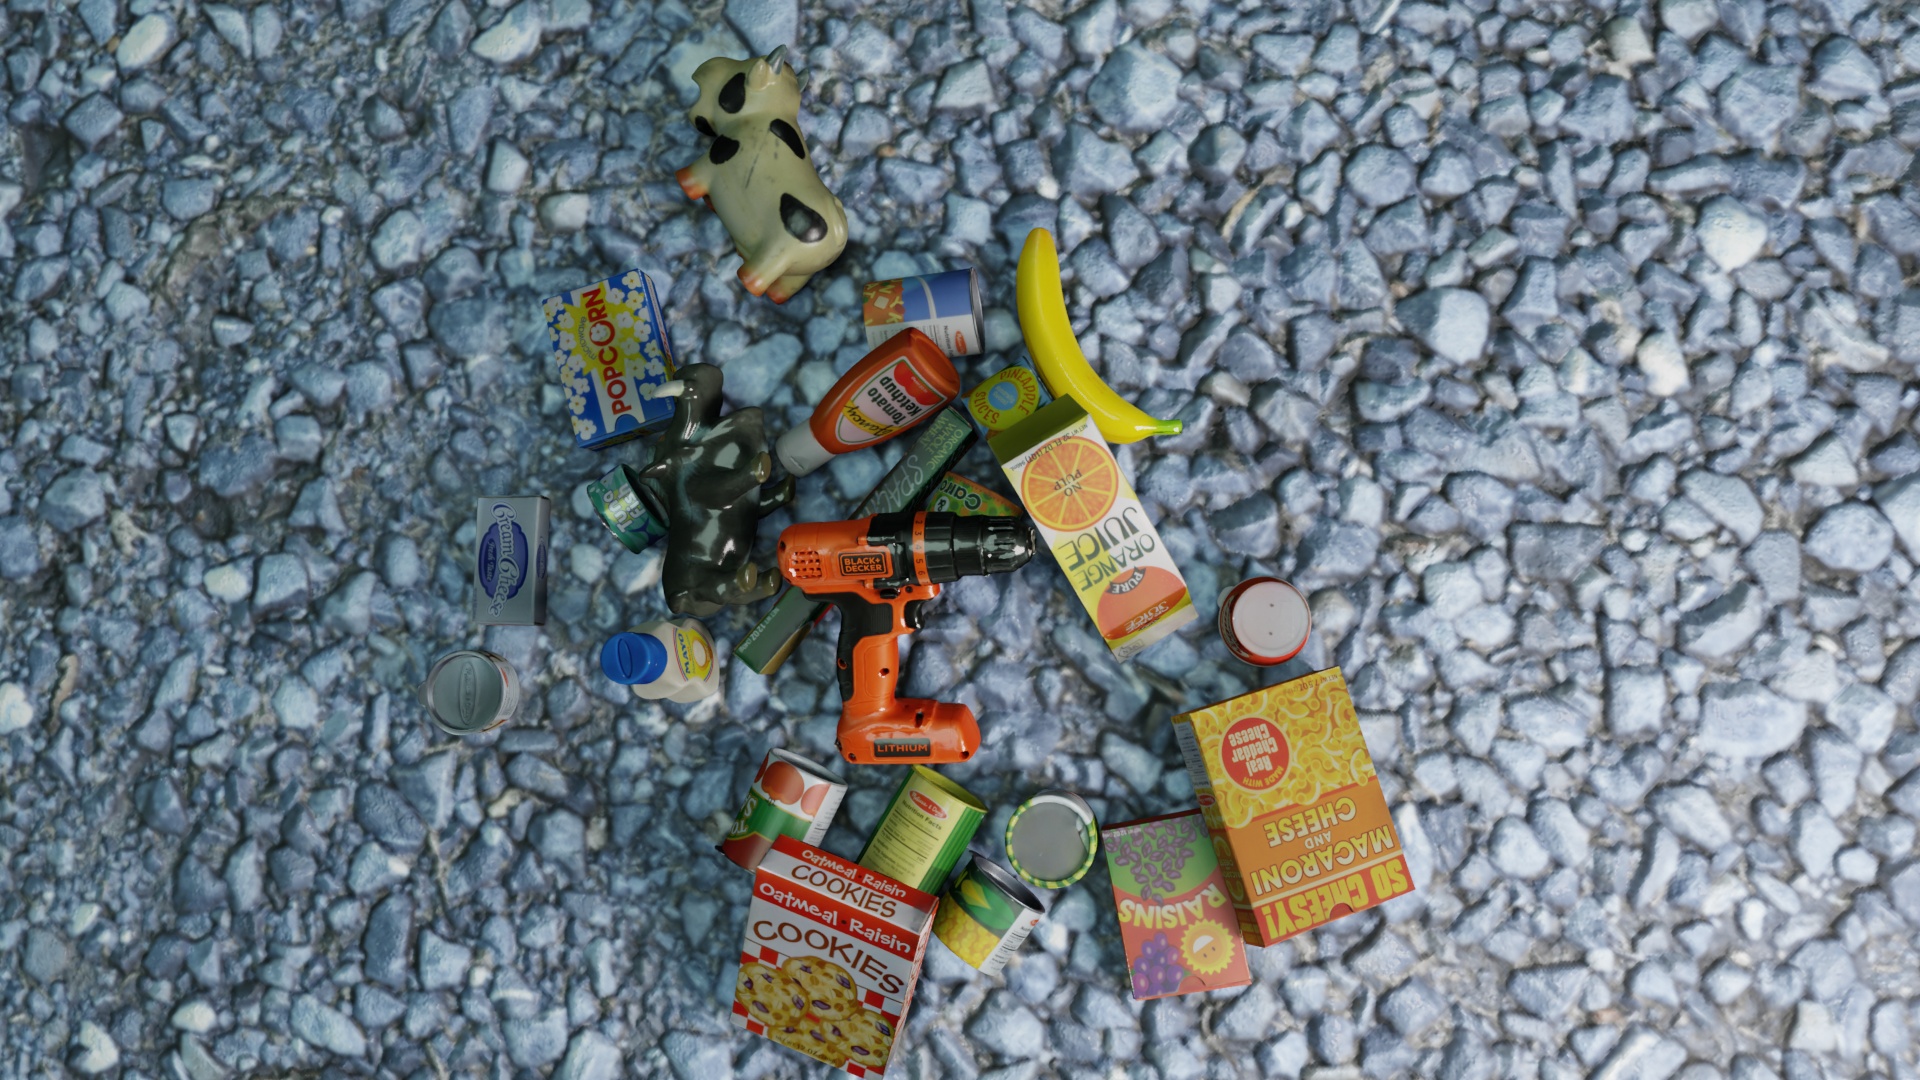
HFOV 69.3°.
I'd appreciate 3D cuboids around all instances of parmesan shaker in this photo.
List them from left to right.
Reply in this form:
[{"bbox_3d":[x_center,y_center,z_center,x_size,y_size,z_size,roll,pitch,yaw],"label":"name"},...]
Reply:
[{"bbox_3d":[-0.036,0.224,1.021,0.071,0.071,0.103,31,89,10],"label":"parmesan shaker"}]

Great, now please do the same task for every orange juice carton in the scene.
[{"bbox_3d":[0.100,-0.003,1.005,0.072,0.073,0.192,-31,108,3],"label":"orange juice carton"}]

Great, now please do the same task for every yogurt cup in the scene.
[{"bbox_3d":[0.223,0.058,1.010,0.072,0.054,0.072,-1,84,7],"label":"yogurt cup"}]

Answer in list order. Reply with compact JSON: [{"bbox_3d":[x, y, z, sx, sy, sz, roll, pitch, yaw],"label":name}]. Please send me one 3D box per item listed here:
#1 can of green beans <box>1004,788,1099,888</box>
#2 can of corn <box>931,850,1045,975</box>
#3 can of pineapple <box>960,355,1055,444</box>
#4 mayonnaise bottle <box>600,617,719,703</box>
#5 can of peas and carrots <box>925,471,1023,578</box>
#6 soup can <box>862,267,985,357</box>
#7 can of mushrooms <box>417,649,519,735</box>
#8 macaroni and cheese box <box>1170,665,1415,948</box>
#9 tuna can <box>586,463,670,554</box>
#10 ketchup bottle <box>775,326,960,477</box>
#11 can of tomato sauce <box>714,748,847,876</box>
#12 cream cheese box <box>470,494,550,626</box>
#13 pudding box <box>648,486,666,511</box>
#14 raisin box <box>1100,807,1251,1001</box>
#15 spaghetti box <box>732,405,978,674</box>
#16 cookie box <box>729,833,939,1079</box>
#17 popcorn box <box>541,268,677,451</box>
[{"bbox_3d":[0.067,0.216,1.011,0.071,0.058,0.071,-1,84,8],"label":"can of green beans"},{"bbox_3d":[0.016,0.270,1.009,0.071,0.071,0.058,37,90,10],"label":"can of corn"},{"bbox_3d":[0.040,-0.097,1.043,0.058,0.071,0.071,-32,81,4],"label":"can of pineapple"},{"bbox_3d":[-0.219,0.087,1.017,0.041,0.148,0.065,-14,83,6],"label":"mayonnaise bottle"},{"bbox_3d":[0.004,-0.013,1.039,0.071,0.071,0.059,28,88,9],"label":"can of peas and carrots"},{"bbox_3d":[-0.027,-0.173,1.064,0.084,0.071,0.071,-6,83,7],"label":"soup can"},{"bbox_3d":[-0.386,0.119,1.094,0.071,0.033,0.071,-1,84,7],"label":"can of mushrooms"},{"bbox_3d":[0.235,0.186,0.982,0.124,0.040,0.166,-15,82,-15],"label":"macaroni and cheese box"},{"bbox_3d":[-0.256,-0.025,1.074,0.033,0.071,0.071,-35,81,2],"label":"tuna can"},{"bbox_3d":[-0.075,-0.099,1.051,0.148,0.044,0.064,-31,123,25],"label":"ketchup bottle"},{"bbox_3d":[-0.132,0.205,1.034,0.071,0.071,0.083,25,87,9],"label":"can of tomato sauce"},{"bbox_3d":[-0.358,0.016,1.106,0.053,0.024,0.104,0,84,7],"label":"cream cheese box"},{"bbox_3d":[-0.204,-0.031,1.088,0.049,0.030,0.084,-37,80,3],"label":"pudding box"},{"bbox_3d":[0.155,0.261,1.004,0.086,0.040,0.123,-11,83,5],"label":"raisin box"},{"bbox_3d":[-0.077,0.001,1.058,0.029,0.050,0.250,41,90,8],"label":"spaghetti box"},{"bbox_3d":[-0.092,0.299,0.990,0.123,0.040,0.166,20,122,10],"label":"cookie box"},{"bbox_3d":[-0.274,-0.143,1.106,0.085,0.038,0.127,-17,82,4],"label":"popcorn box"}]
